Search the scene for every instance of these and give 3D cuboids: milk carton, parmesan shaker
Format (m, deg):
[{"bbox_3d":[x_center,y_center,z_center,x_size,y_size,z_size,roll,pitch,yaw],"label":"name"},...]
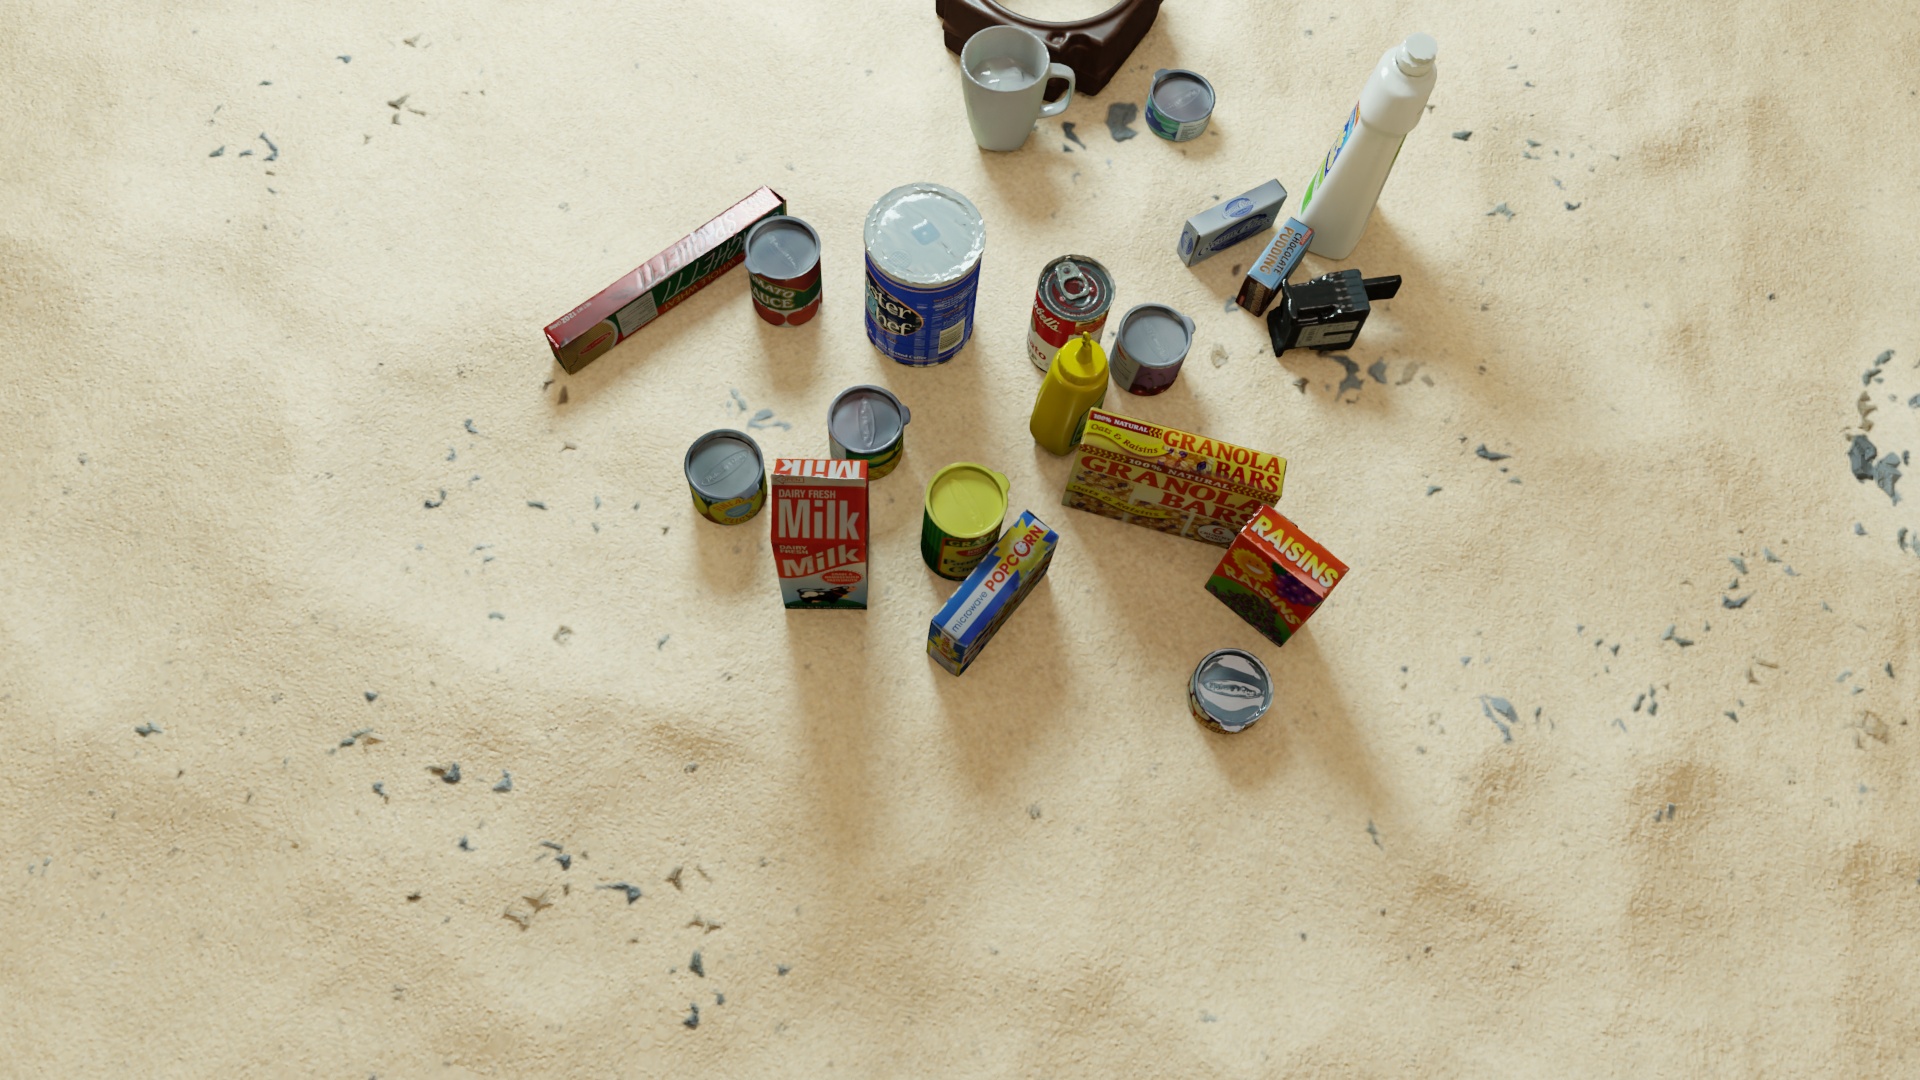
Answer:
[{"bbox_3d":[-0.108,-0.010,1.095,0.072,0.189,0.074,2,68,-3],"label":"milk carton"},{"bbox_3d":[0.004,-0.014,1.152,0.071,0.102,0.071,1,67,-3],"label":"parmesan shaker"}]

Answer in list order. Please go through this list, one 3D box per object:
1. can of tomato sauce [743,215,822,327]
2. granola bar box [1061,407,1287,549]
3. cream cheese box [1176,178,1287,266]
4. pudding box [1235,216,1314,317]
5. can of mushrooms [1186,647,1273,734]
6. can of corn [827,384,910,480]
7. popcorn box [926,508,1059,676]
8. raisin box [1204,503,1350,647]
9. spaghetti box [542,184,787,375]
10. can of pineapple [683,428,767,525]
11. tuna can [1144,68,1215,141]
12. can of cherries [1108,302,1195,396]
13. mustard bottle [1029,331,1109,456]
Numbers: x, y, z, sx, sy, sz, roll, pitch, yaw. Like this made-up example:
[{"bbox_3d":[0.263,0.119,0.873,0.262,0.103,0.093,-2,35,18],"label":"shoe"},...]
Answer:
[{"bbox_3d":[-0.158,-0.239,1.246,0.071,0.082,0.071,1,67,-3],"label":"can of tomato sauce"},{"bbox_3d":[0.176,-0.049,1.167,0.166,0.123,0.039,15,67,2],"label":"granola bar box"},{"bbox_3d":[0.257,-0.301,1.317,0.104,0.053,0.024,-27,72,-14],"label":"cream cheese box"},{"bbox_3d":[0.295,-0.256,1.303,0.030,0.049,0.084,34,69,10],"label":"pudding box"},{"bbox_3d":[0.221,0.127,1.145,0.071,0.033,0.071,1,67,-3],"label":"can of mushrooms"},{"bbox_3d":[-0.079,-0.093,1.203,0.071,0.058,0.071,1,67,-3],"label":"can of corn"},{"bbox_3d":[0.025,0.045,1.138,0.038,0.085,0.127,37,70,11],"label":"popcorn box"},{"bbox_3d":[0.257,0.030,1.139,0.086,0.123,0.040,40,71,12],"label":"raisin box"},{"bbox_3d":[-0.262,-0.237,1.256,0.251,0.050,0.029,-38,75,-18],"label":"spaghetti box"},{"bbox_3d":[-0.197,-0.051,1.178,0.071,0.057,0.071,1,67,-3],"label":"can of pineapple"},{"bbox_3d":[0.216,-0.434,1.381,0.071,0.032,0.071,1,67,-3],"label":"tuna can"},{"bbox_3d":[0.173,-0.172,1.254,0.071,0.058,0.072,1,67,-3],"label":"can of cherries"},{"bbox_3d":[0.096,-0.129,1.175,0.049,0.159,0.065,37,70,11],"label":"mustard bottle"}]
